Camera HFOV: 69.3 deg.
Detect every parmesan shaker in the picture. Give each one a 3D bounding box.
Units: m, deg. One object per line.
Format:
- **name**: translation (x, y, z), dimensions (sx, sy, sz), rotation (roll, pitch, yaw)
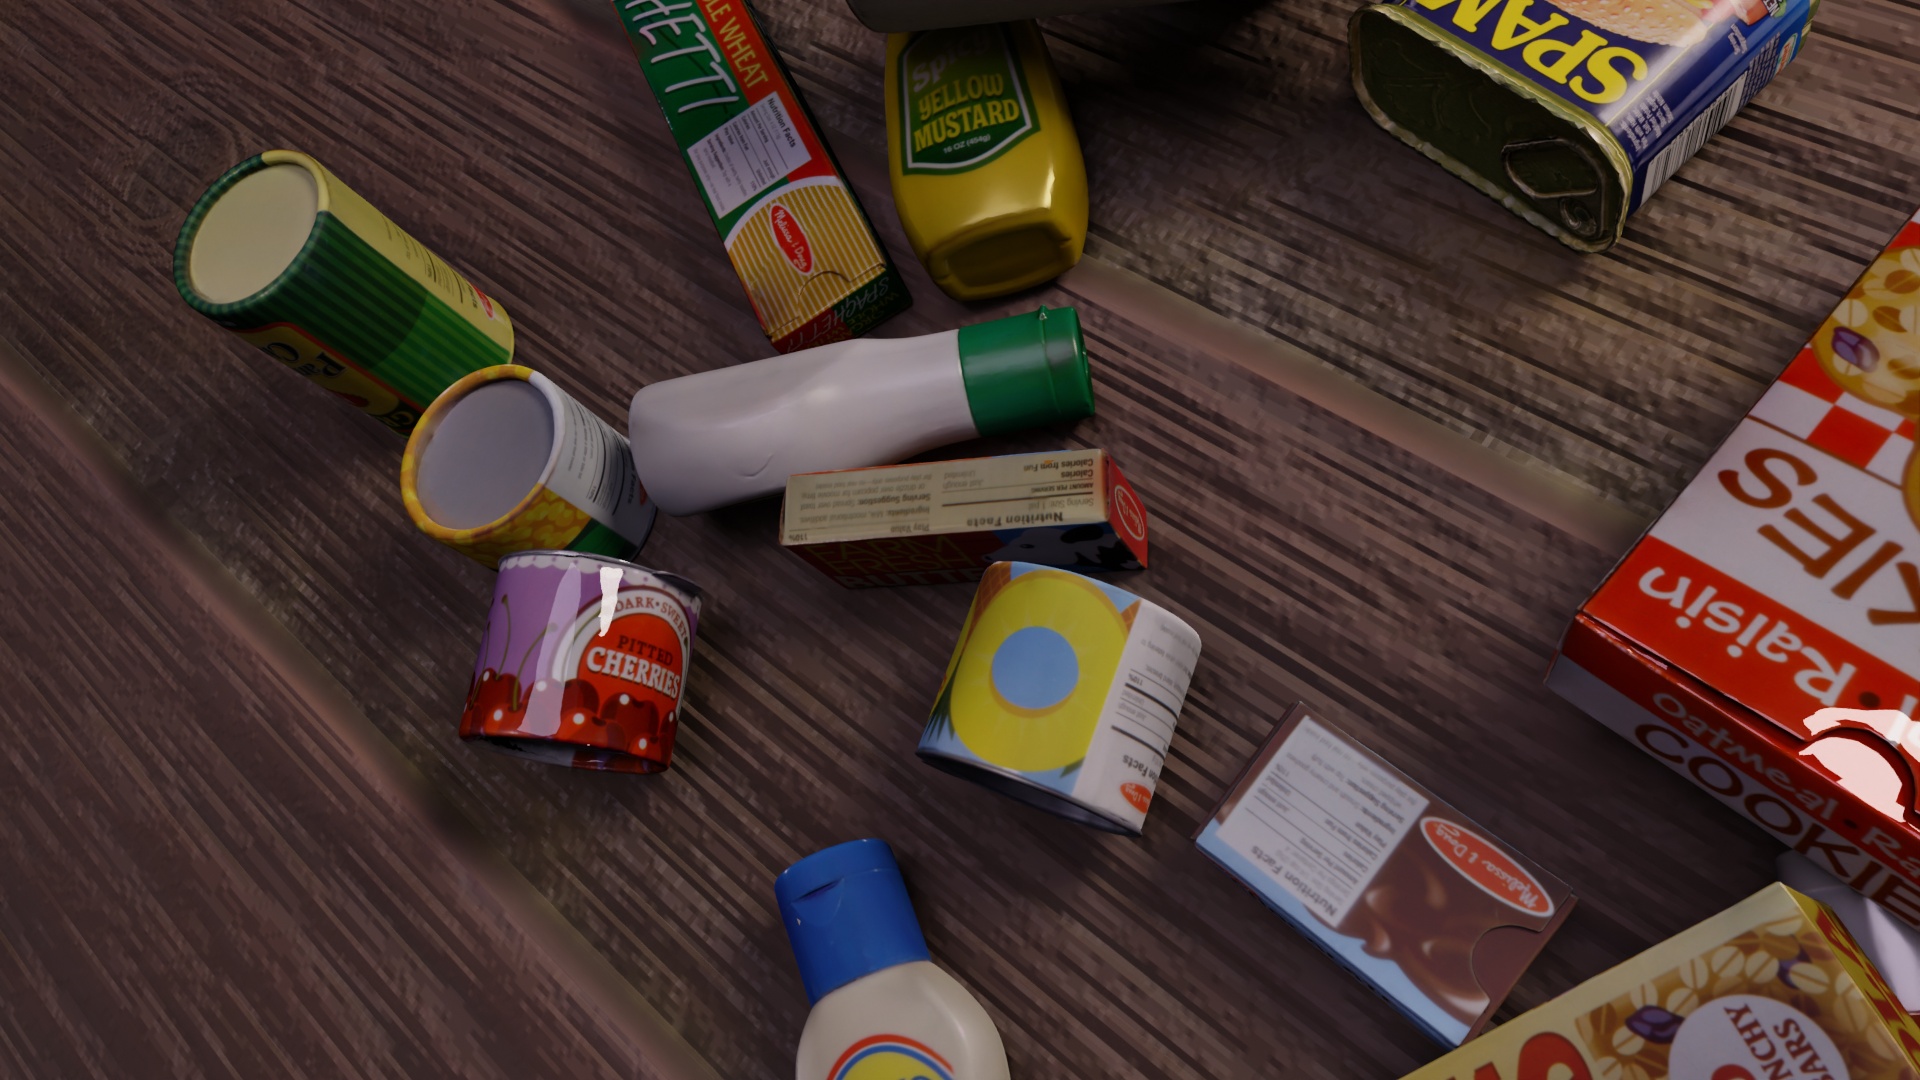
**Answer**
- **parmesan shaker**: translation (-0.226, -0.089, 0.514), dimensions (0.071, 0.103, 0.071), rotation (-7, 67, 18)

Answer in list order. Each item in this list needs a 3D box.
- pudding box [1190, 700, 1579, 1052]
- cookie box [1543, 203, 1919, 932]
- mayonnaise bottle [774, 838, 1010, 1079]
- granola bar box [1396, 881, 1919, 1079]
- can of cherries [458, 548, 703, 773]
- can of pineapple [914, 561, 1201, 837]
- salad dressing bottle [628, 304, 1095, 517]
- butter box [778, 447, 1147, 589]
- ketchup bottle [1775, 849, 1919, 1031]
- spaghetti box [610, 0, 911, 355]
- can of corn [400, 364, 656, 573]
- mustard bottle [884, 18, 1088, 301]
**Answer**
- **pudding box**: translation (0.108, 0.087, 0.362), dimensions (0.084, 0.030, 0.050), rotation (36, 83, 28)
- **cookie box**: translation (0.237, 0.005, 0.317), dimensions (0.168, 0.040, 0.123), rotation (-42, 60, -18)
- **mayonnaise bottle**: translation (-0.012, 0.155, 0.372), dimensions (0.064, 0.041, 0.148), rotation (-28, 63, 10)
- **granola bar box**: translation (0.160, 0.171, 0.269), dimensions (0.124, 0.039, 0.166), rotation (-41, 49, 25)
- **can of cherries**: translation (-0.118, 0.040, 0.442), dimensions (0.071, 0.071, 0.058), rotation (1, 70, 21)
- **can of pineapple**: translation (0.026, 0.044, 0.389), dimensions (0.071, 0.071, 0.058), rotation (15, 75, 25)
- **salad dressing bottle**: translation (-0.031, -0.044, 0.453), dimensions (0.147, 0.043, 0.064), rotation (-11, 22, 10)
- **butter box**: translation (0.002, -0.005, 0.425), dimensions (0.103, 0.053, 0.024), rotation (-4, 71, 19)
- **ketchup bottle**: translation (0.210, 0.140, 0.295), dimensions (0.064, 0.043, 0.149), rotation (-11, 66, 24)
- **spaghetti box**: translation (-0.090, -0.174, 0.541), dimensions (0.050, 0.028, 0.251), rotation (-30, 62, 7)
- **can of corn**: translation (-0.152, -0.019, 0.484), dimensions (0.071, 0.058, 0.071), rotation (-7, 67, 18)
- **mustard bottle**: translation (0.003, -0.163, 0.490), dimensions (0.065, 0.048, 0.161), rotation (-16, 65, 12)
